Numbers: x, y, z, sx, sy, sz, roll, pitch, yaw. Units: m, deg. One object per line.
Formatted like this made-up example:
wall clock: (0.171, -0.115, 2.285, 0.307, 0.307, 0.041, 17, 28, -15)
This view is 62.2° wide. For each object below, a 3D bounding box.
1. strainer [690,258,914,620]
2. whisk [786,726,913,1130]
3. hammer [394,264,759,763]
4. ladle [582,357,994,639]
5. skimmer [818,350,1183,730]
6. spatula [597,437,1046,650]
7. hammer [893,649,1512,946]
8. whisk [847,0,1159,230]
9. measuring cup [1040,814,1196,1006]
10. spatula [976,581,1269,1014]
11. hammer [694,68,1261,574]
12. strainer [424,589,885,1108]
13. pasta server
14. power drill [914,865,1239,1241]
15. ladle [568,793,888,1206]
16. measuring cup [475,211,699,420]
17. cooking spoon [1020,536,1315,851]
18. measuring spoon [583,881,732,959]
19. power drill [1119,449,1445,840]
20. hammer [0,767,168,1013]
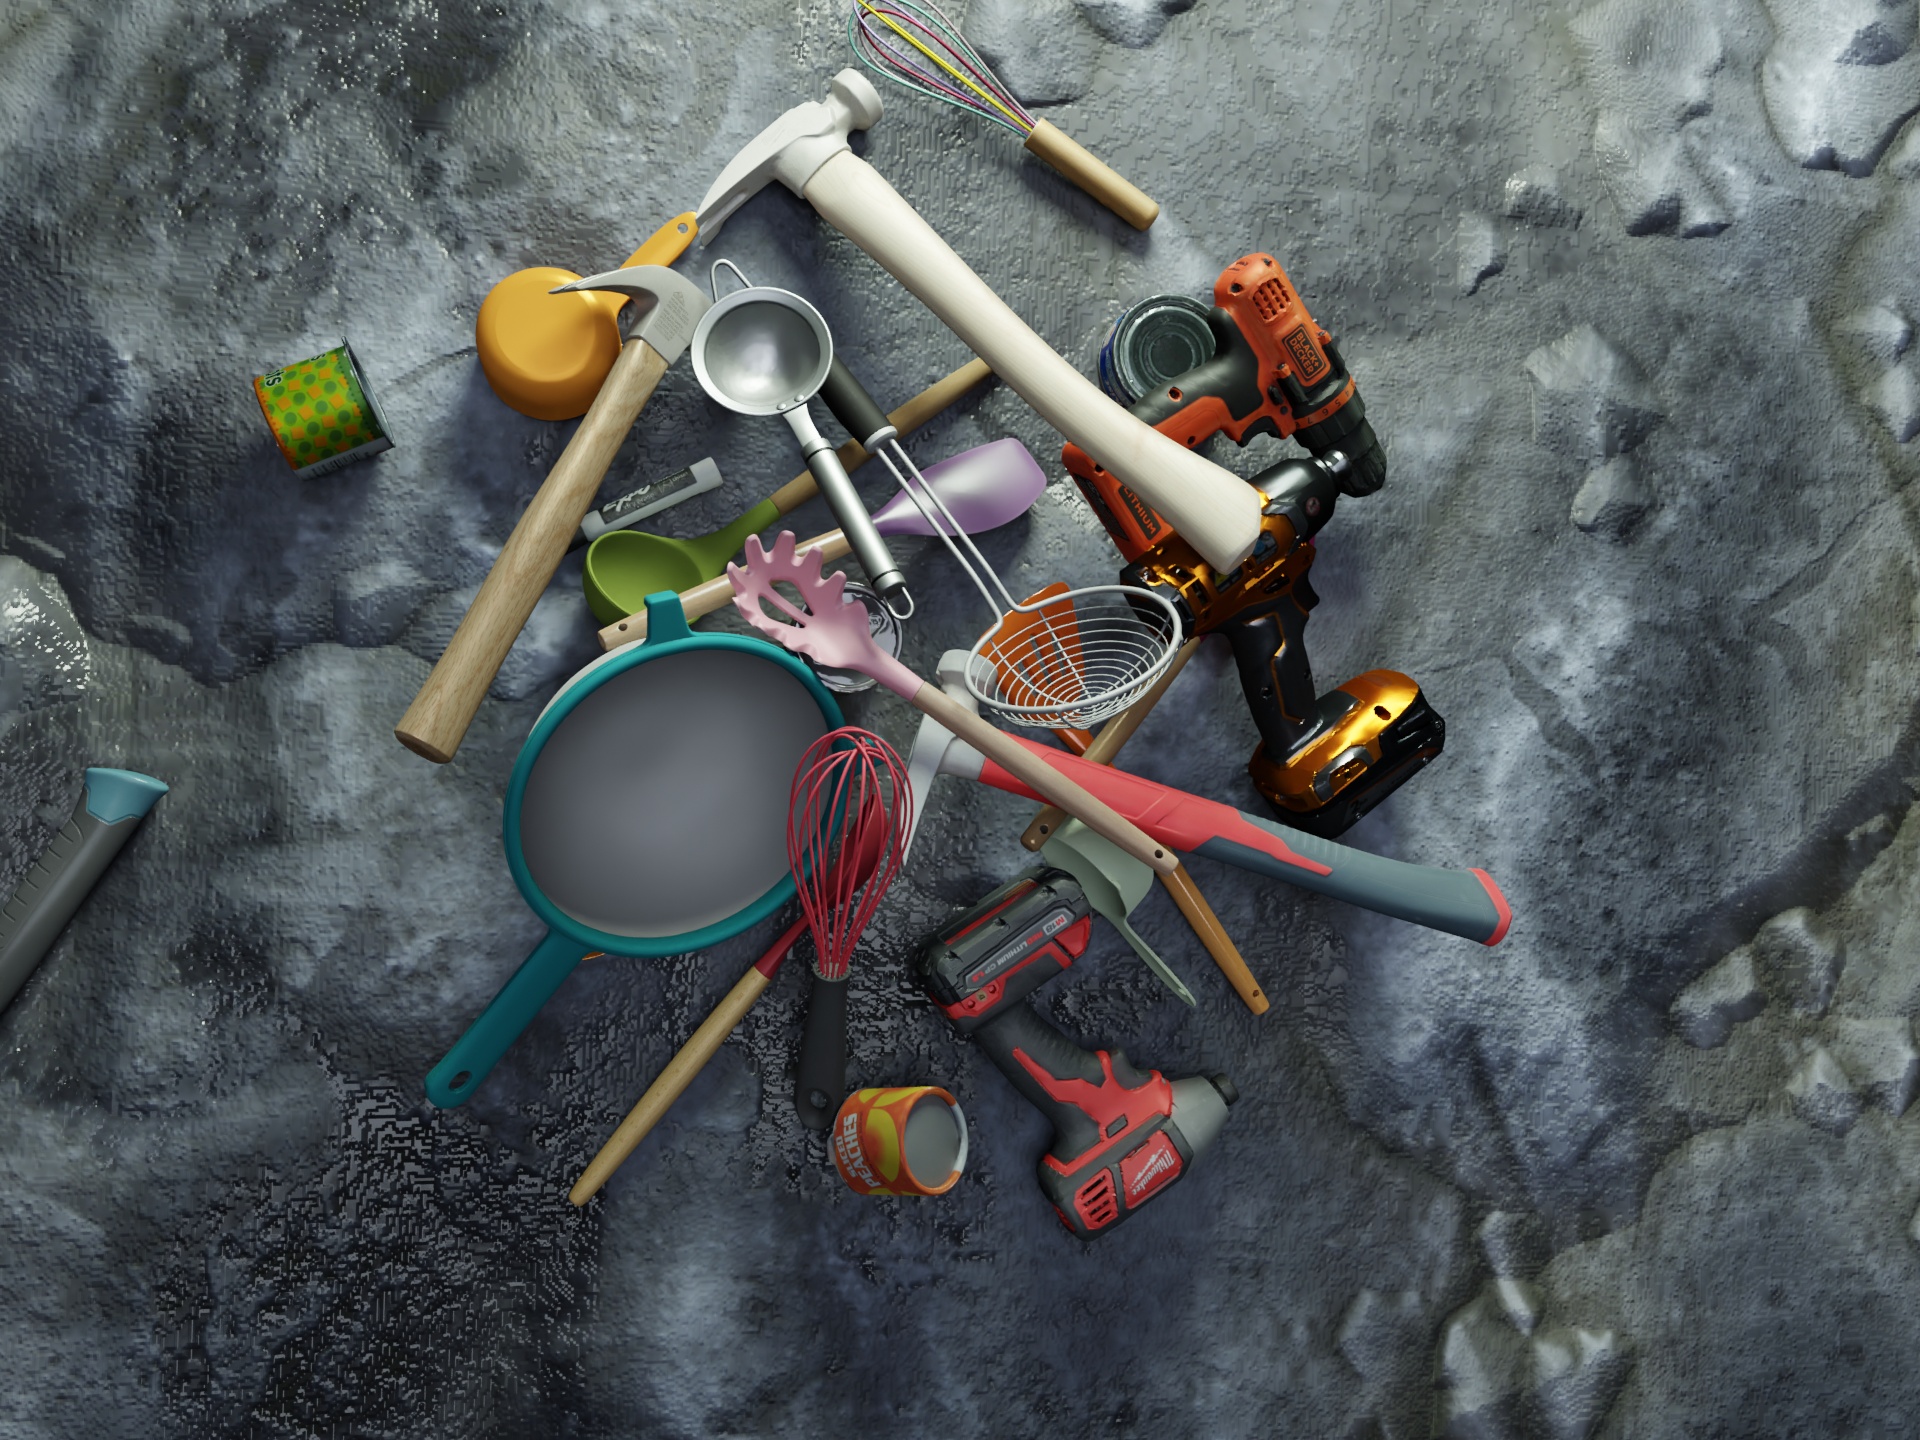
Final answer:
strainer: (-0.090, -0.165, 0.952, 0.087, 0.050, 0.259, -26, 71, -9)
whisk: (-0.074, 0.133, 0.947, 0.073, 0.073, 0.295, 2, 120, -11)
hammer: (-0.234, -0.127, 0.925, 0.129, 0.031, 0.331, 41, 64, -39)
ladle: (-0.097, -0.155, 1.010, 0.320, 0.062, 0.078, -36, 78, -12)
skimmer: (-0.011, -0.140, 0.946, 0.127, 0.090, 0.363, -31, 72, -18)
spatula: (-0.079, -0.107, 0.992, 0.316, 0.018, 0.060, -25, 71, -24)
hammer: (0.152, 0.082, 0.980, 0.386, 0.038, 0.143, 18, 70, -4)
whisk: (0.029, -0.400, 1.046, 0.245, 0.047, 0.051, 33, 82, -12)
measuring cup: (0.117, 0.122, 1.044, 0.038, 0.083, 0.167, -46, 113, -17)
spatula: (0.118, 0.062, 1.051, 0.081, 0.041, 0.322, -36, 97, -21)
hammer: (0.017, -0.230, 0.978, 0.146, 0.038, 0.411, -44, 77, -8)
strainer: (-0.218, 0.079, 0.958, 0.340, 0.095, 0.210, -50, 130, 4)
pasta server: (-0.001, -0.003, 0.933, 0.316, 0.040, 0.060, 35, 73, -3)
power drill: (0.079, 0.210, 1.024, 0.143, 0.078, 0.219, -33, 98, -9)
ladle: (-0.141, 0.178, 0.996, 0.031, 0.069, 0.315, 39, 88, -8)
measuring cup: (-0.225, -0.264, 0.986, 0.095, 0.052, 0.173, 45, 82, -4)
cooking spoon: (0.138, -0.037, 1.046, 0.068, 0.017, 0.319, 42, 71, -7)
measuring spoon: (-0.200, 0.128, 1.006, 0.117, 0.011, 0.021, -19, 94, -7)
power drill: (0.221, -0.053, 1.021, 0.164, 0.084, 0.226, -38, 114, -6)
hammer: (-0.575, 0.167, 0.920, 0.128, 0.033, 0.331, 33, 83, -7)
